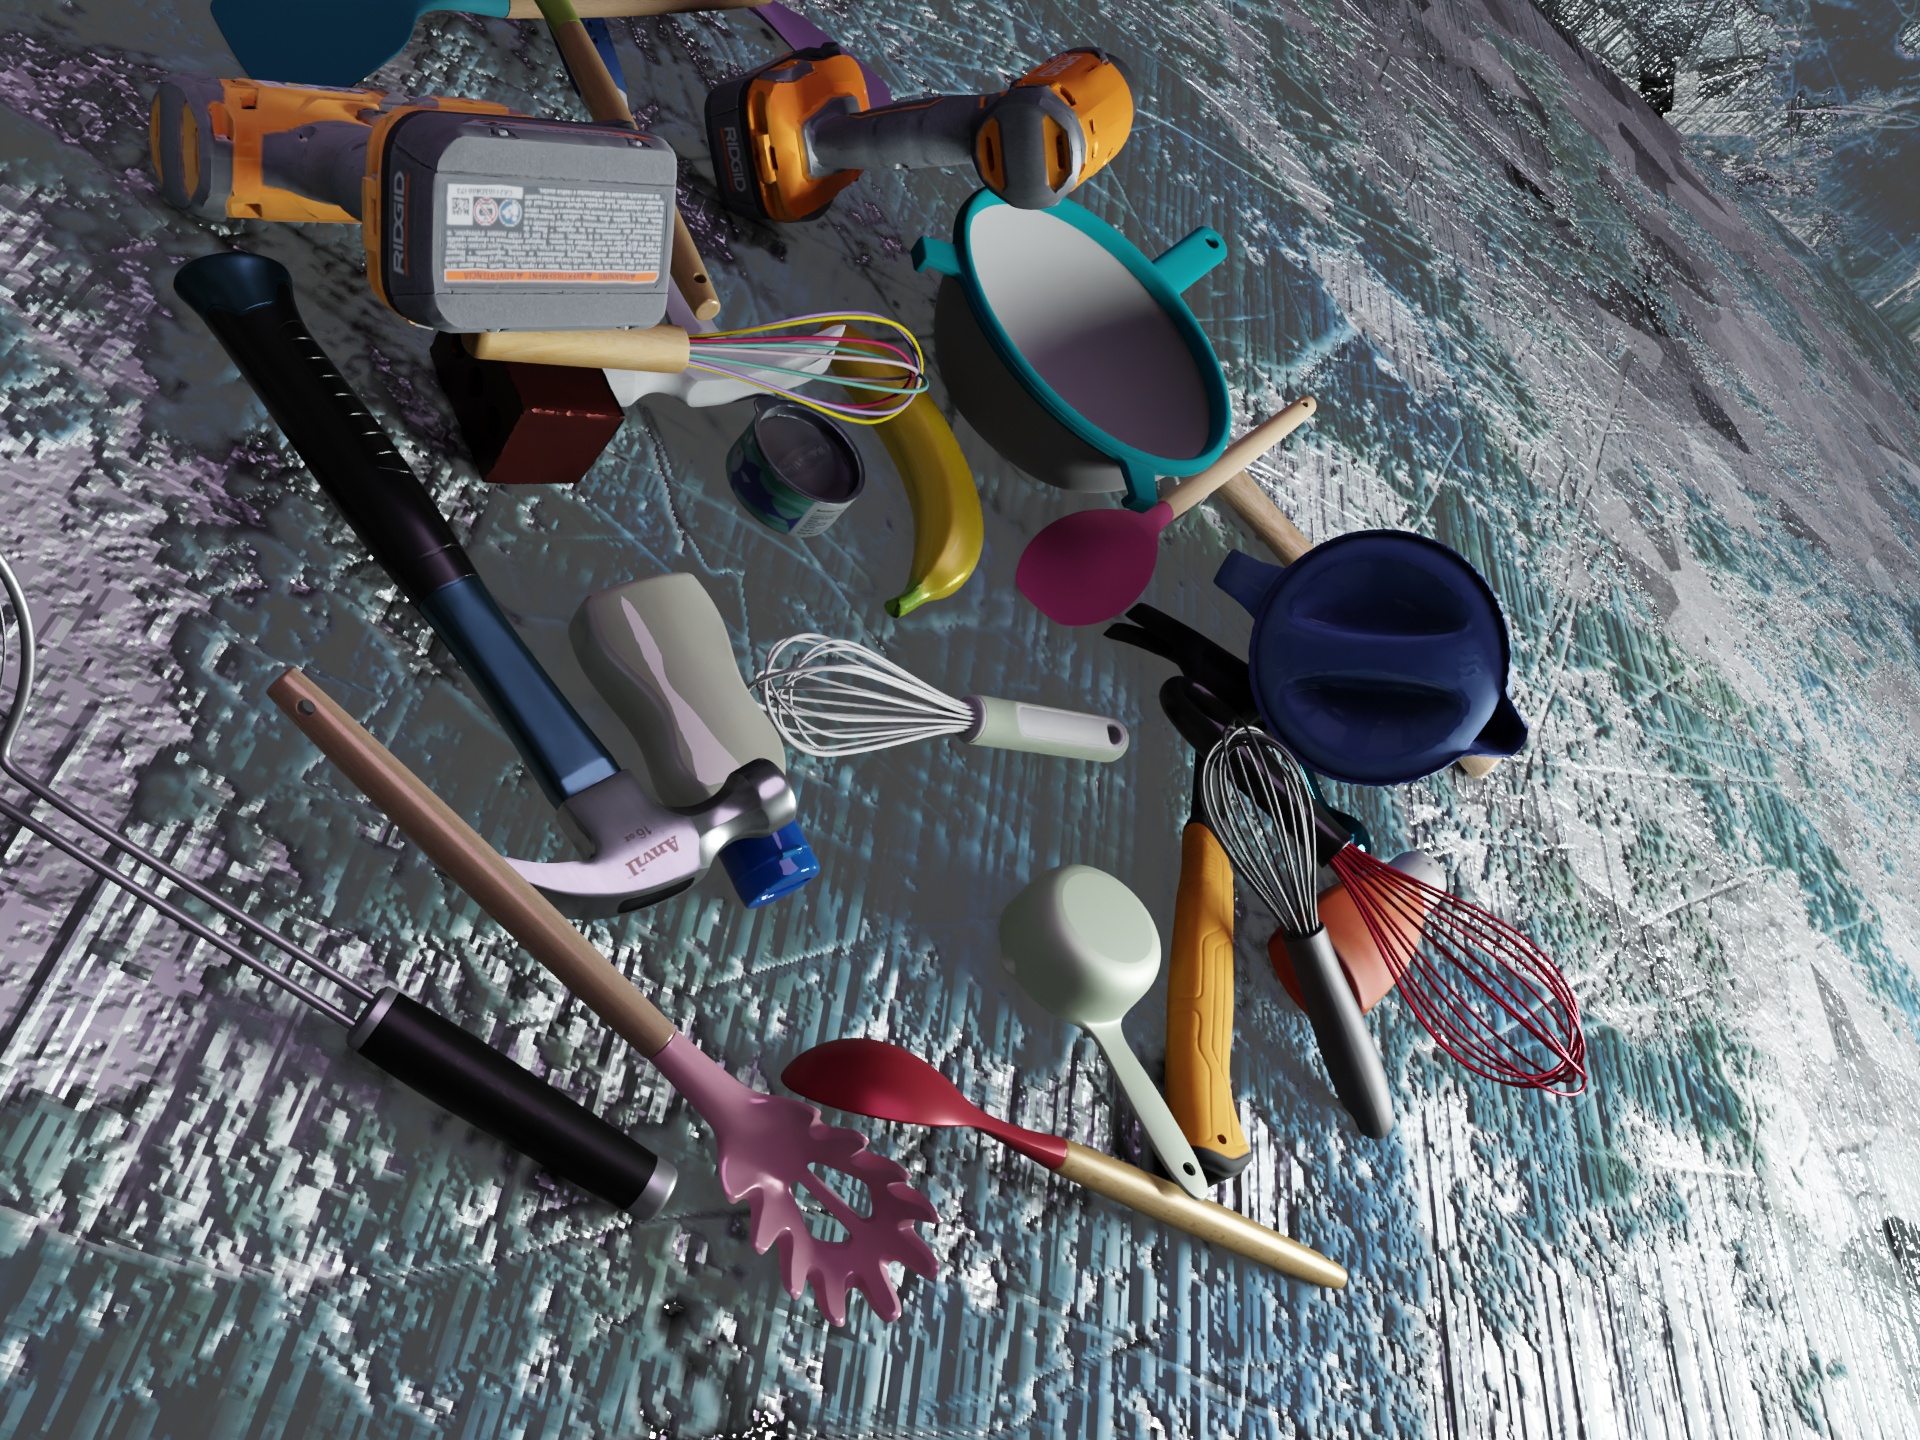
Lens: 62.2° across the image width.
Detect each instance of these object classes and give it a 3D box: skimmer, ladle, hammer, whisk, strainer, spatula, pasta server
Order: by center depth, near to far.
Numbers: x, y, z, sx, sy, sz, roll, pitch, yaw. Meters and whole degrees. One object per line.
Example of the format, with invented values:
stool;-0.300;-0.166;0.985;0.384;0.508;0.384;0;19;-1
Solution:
skimmer;-0.234;0.064;0.493;0.363;0.090;0.127;38;74;-16
pasta server;-0.125;0.099;0.569;0.060;0.040;0.316;-45;103;-10
hammer;-0.211;-0.061;0.637;0.128;0.033;0.331;-31;77;-31
ladle;0.060;0.196;0.685;0.315;0.069;0.031;30;83;-28
whisk;-0.112;-0.167;0.740;0.245;0.047;0.051;-6;50;-40
ladle;-0.177;-0.322;0.763;0.078;0.062;0.320;-14;65;-28
whisk;-0.001;-0.003;0.784;0.246;0.059;0.058;9;66;-43
whisk;0.176;0.109;0.805;0.055;0.055;0.239;-35;107;-50
whisk;0.212;0.083;0.832;0.296;0.073;0.073;46;39;12
hammer;0.124;0.083;0.835;0.127;0.034;0.337;30;44;-21
spatula;-0.226;-0.376;0.847;0.317;0.044;0.082;-26;74;-41
hammer;-0.188;-0.333;0.873;0.144;0.035;0.406;-8;62;-30
strainer;0.084;-0.242;1.011;0.211;0.095;0.340;48;39;-4
spatula;-0.161;-0.480;1.013;0.315;0.018;0.060;25;43;-36
hammer;0.250;-0.089;1.083;0.331;0.031;0.130;47;40;-2

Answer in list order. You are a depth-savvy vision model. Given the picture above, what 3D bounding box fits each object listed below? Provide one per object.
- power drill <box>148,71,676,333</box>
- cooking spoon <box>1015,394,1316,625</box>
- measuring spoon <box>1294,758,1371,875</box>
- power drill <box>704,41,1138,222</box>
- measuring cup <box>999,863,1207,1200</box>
power drill;-0.213;-0.229;0.684;0.226;0.084;0.185;28;29;37
cooking spoon;0.141;-0.141;0.996;0.069;0.017;0.319;43;51;11
measuring spoon;0.213;0.034;0.927;0.128;0.021;0.042;66;30;-13
power drill;-0.012;-0.344;0.914;0.164;0.226;0.084;-54;144;-49
measuring cup;0.078;0.137;0.728;0.083;0.038;0.168;2;47;-40
